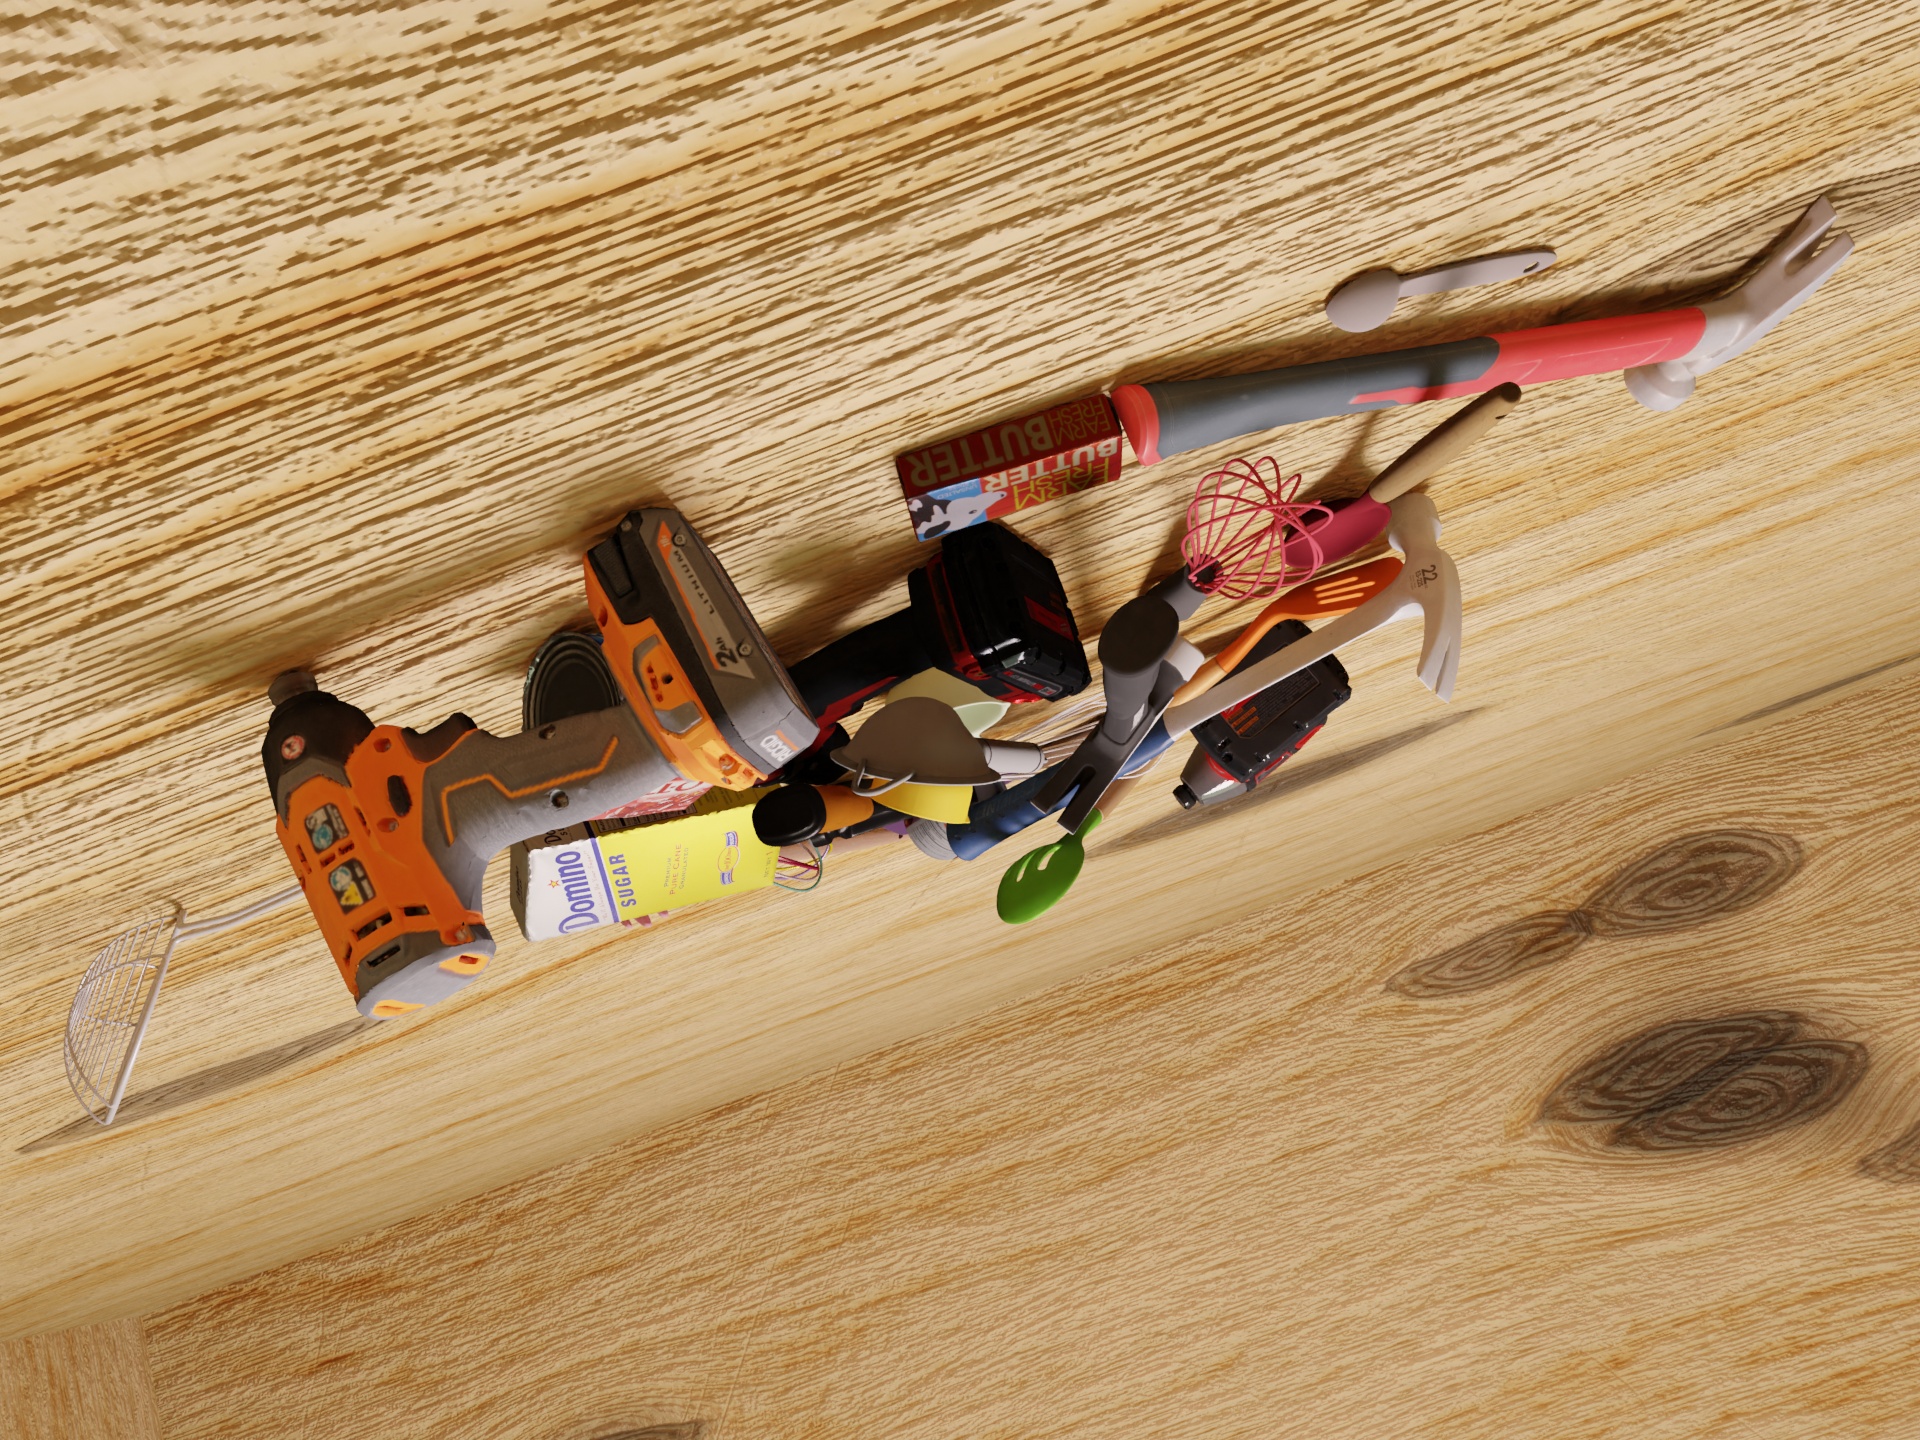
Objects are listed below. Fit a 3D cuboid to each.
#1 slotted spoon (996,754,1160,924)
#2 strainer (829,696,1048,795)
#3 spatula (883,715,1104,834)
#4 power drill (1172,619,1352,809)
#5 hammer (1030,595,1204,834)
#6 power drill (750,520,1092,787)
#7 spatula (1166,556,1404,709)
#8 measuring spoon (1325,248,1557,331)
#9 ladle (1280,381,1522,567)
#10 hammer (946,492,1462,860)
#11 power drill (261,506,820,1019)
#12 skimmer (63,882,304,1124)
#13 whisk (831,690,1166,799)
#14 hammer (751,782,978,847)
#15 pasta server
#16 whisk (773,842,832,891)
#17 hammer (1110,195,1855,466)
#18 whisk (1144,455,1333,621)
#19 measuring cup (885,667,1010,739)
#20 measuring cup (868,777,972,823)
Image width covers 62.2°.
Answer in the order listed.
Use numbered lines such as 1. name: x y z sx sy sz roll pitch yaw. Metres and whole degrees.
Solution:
1. slotted spoon: 0.108 0.060 1.199 0.070 0.031 0.314 -19 -167 36
2. strainer: 0.003 0.016 0.856 0.087 0.050 0.258 11 -178 20
3. spatula: 0.068 0.028 1.280 0.316 0.018 0.059 -26 151 22
4. power drill: 0.227 0.006 1.246 0.143 0.079 0.219 -38 166 -2
5. hammer: 0.091 -0.012 0.890 0.146 0.035 0.334 -53 172 -3
6. power drill: -0.045 -0.019 0.901 0.226 0.080 0.187 -22 164 19
7. spatula: 0.170 -0.018 1.118 0.322 0.041 0.081 -39 -164 21
8. measuring spoon: 0.225 -0.197 0.729 0.124 0.018 0.034 -15 163 -17
9. ladle: 0.232 -0.128 0.849 0.069 0.031 0.315 -16 176 -4
10. hammer: 0.149 0.002 1.062 0.405 0.144 0.035 -31 132 31
11. power drill: -0.195 0.004 0.698 0.226 0.164 0.084 -32 163 0
12. skimmer: -0.367 0.118 0.940 0.363 0.127 0.090 -25 122 1
13. whisk: 0.020 0.034 1.188 0.284 0.070 0.070 -14 164 -2
14. hammer: -0.066 0.054 0.999 0.127 0.034 0.337 -17 176 4
15. pasta server: -0.151 0.110 1.259 0.040 0.060 0.316 22 -161 41
16. whisk: -0.183 0.096 1.159 0.047 0.051 0.244 -1 172 39
17. hammer: 0.253 -0.182 0.779 0.386 0.038 0.143 -13 161 -22
18. whisk: 0.140 -0.086 0.889 0.073 0.073 0.296 -18 175 -6
19. measuring cup: -0.002 -0.003 1.068 0.083 0.038 0.167 -22 166 9
20. measuring cup: -0.016 0.030 0.946 0.062 0.029 0.156 16 -171 3
